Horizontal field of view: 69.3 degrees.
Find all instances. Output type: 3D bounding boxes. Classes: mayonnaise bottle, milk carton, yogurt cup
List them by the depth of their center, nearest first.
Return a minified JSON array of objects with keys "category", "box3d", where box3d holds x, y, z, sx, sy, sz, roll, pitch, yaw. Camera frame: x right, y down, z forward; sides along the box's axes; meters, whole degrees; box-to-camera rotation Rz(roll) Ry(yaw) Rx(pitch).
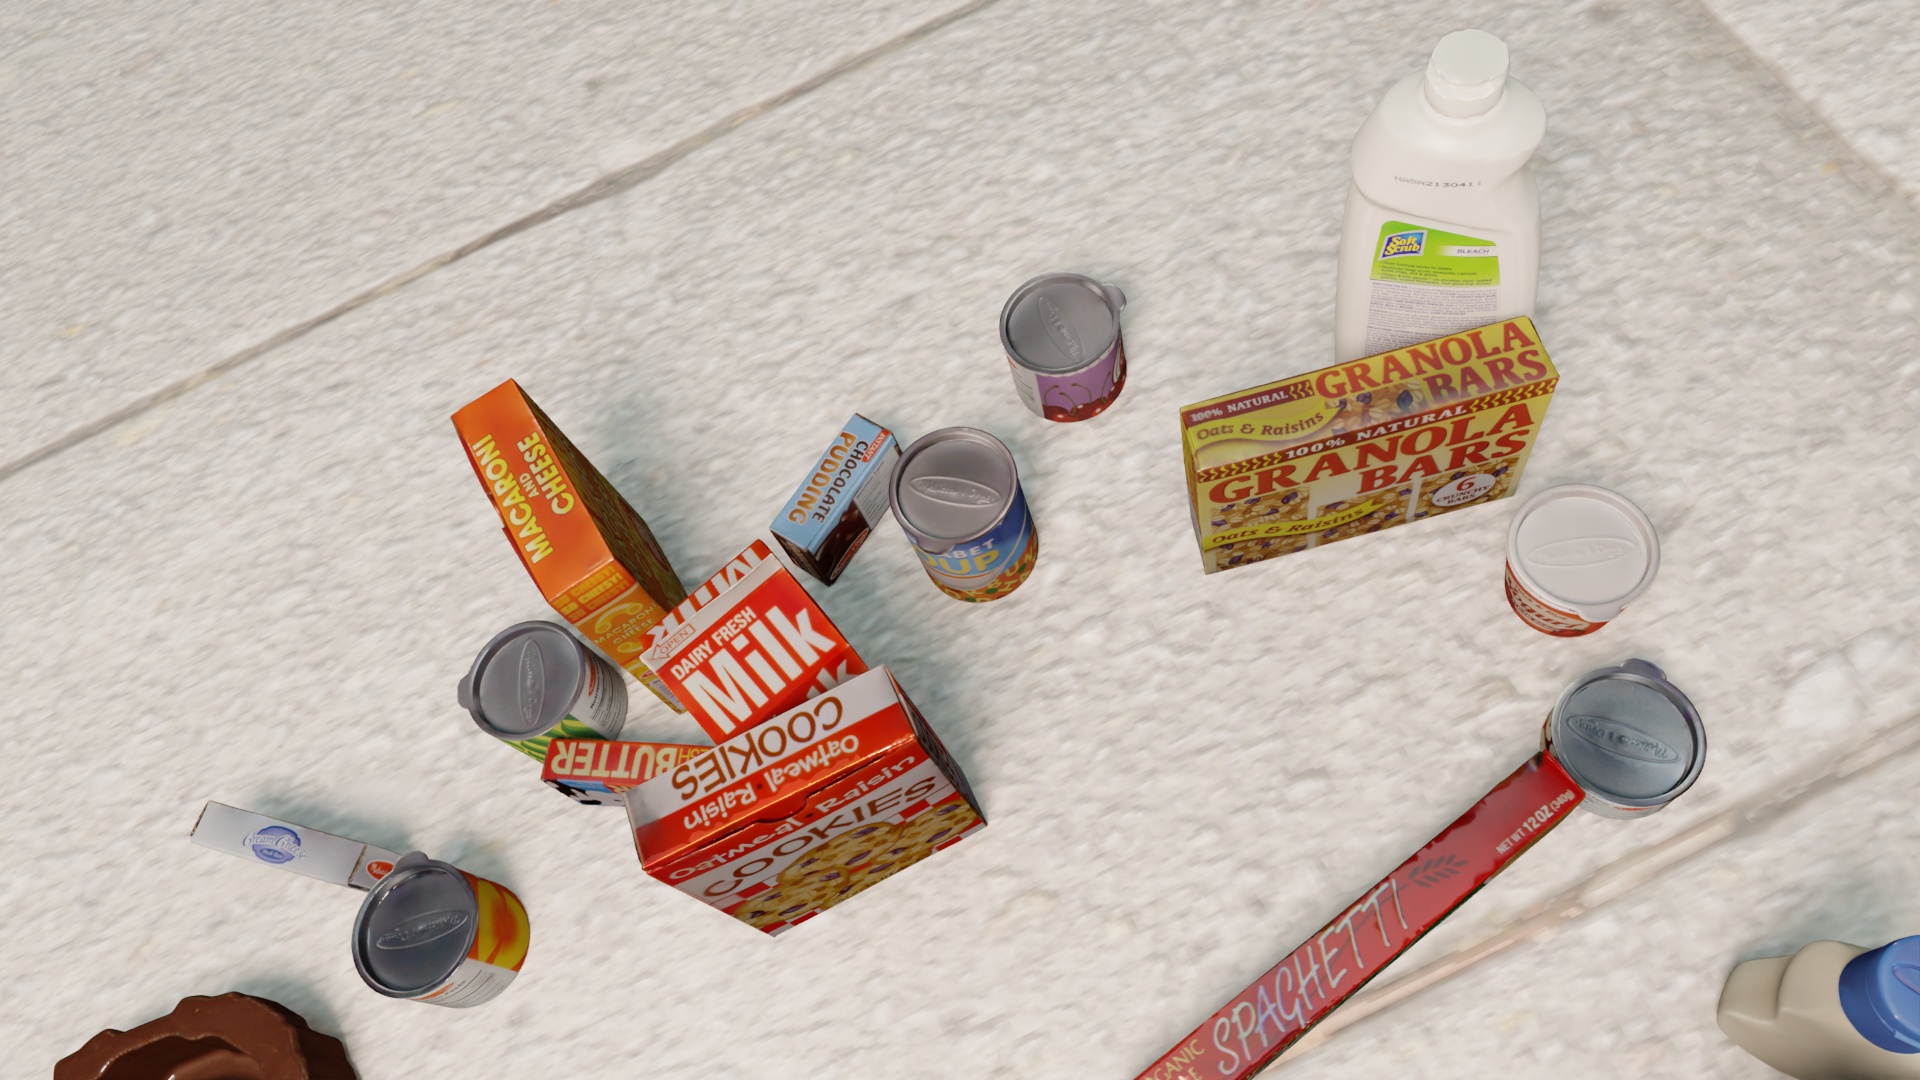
[{"category":"mayonnaise bottle","box3d":[0.345,0.181,0.534,0.065,0.147,0.041,24,73,21]},{"category":"milk carton","box3d":[-0.085,0.065,0.653,0.072,0.190,0.073,-40,64,-8]},{"category":"yogurt cup","box3d":[0.297,0.013,0.675,0.072,0.053,0.072,-4,65,10]}]

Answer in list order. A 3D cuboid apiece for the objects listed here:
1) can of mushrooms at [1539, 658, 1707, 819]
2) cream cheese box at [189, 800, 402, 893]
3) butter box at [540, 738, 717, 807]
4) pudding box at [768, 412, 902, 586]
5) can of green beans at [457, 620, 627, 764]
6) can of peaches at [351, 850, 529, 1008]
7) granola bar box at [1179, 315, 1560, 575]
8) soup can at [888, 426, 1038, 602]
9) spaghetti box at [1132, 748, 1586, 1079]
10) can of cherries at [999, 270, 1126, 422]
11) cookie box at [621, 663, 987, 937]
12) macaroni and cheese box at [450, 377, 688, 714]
[{"category":"can of mushrooms","box3d":[0.308,0.093,0.647,0.071,0.033,0.071,-4,65,10]},{"category":"cream cheese box","box3d":[-0.347,0.165,0.737,0.104,0.053,0.024,10,68,16]},{"category":"butter box","box3d":[-0.157,0.122,0.718,0.103,0.053,0.024,1,66,12]},{"category":"pudding box","box3d":[-0.065,-0.022,0.769,0.030,0.049,0.084,28,74,22]},{"category":"can of green beans","box3d":[-0.221,0.084,0.747,0.071,0.057,0.071,-4,65,10]},{"category":"can of peaches","box3d":[-0.261,0.197,0.702,0.071,0.058,0.071,-4,65,10]},{"category":"granola bar box","box3d":[0.194,-0.043,0.684,0.165,0.123,0.039,-15,64,5]},{"category":"soup can","box3d":[0.003,-0.009,0.730,0.071,0.083,0.071,-5,65,10]},{"category":"spaghetti box","box3d":[0.174,0.185,0.622,0.250,0.050,0.029,-37,64,-7]},{"category":"can of cherries","box3d":[0.061,-0.108,0.778,0.071,0.058,0.072,-4,65,10]},{"category":"cookie box","box3d":[-0.062,0.125,0.633,0.123,0.167,0.040,-27,63,-1]},{"category":"macaroni and cheese box","box3d":[-0.185,0.009,0.714,0.040,0.166,0.124,-34,63,-4]}]
